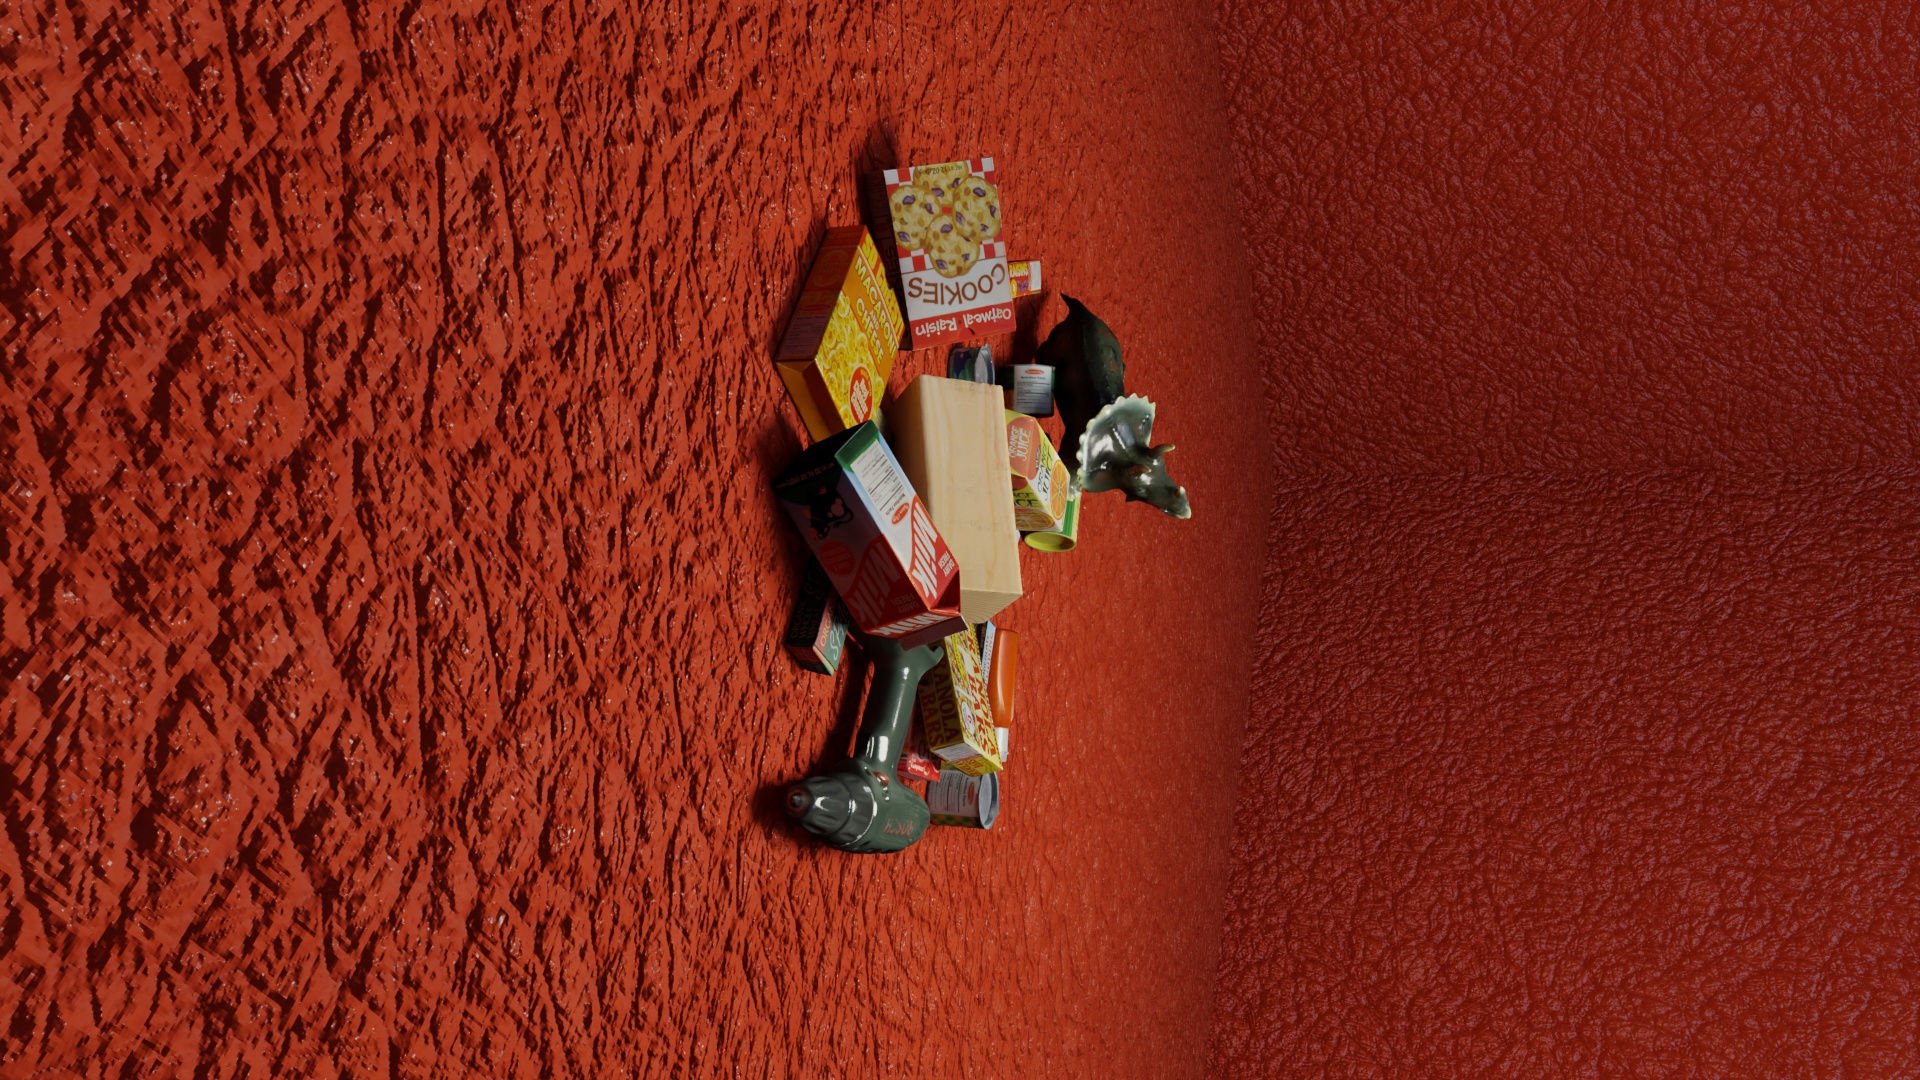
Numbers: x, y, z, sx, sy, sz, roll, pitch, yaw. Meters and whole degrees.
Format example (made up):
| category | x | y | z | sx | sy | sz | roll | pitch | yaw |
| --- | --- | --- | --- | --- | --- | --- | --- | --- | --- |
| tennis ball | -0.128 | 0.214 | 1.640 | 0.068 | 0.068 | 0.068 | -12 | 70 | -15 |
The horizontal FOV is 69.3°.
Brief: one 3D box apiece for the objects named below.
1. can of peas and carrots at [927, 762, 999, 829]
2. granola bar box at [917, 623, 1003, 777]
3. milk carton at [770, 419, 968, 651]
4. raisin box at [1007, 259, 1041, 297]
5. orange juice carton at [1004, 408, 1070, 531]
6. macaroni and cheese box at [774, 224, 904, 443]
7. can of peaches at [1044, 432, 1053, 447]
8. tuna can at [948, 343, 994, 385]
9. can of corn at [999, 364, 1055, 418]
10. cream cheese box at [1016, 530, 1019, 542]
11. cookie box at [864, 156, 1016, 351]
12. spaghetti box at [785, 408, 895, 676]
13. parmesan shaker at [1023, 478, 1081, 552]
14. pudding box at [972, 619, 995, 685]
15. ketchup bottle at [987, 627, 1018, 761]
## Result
| category | x | y | z | sx | sy | sz | roll | pitch | yaw |
| --- | --- | --- | --- | --- | --- | --- | --- | --- | --- |
| can of peas and carrots | 0.004 | 0.268 | 1.453 | 0.071 | 0.059 | 0.071 | -1 | 91 | -71 |
| granola bar box | -0.009 | 0.141 | 1.378 | 0.124 | 0.039 | 0.166 | 48 | 27 | -61 |
| milk carton | -0.066 | 0.005 | 1.146 | 0.190 | 0.072 | 0.074 | 59 | 33 | -15 |
| raisin box | 0.030 | -0.280 | 1.489 | 0.124 | 0.086 | 0.040 | -34 | 123 | -67 |
| orange juice carton | 0.057 | -0.078 | 1.509 | 0.192 | 0.073 | 0.072 | 49 | 46 | -60 |
| macaroni and cheese box | -0.099 | -0.171 | 1.199 | 0.123 | 0.040 | 0.167 | 68 | 30 | -48 |
| can of peaches | 0.076 | -0.093 | 1.657 | 0.071 | 0.058 | 0.071 | -1 | 91 | -71 |
| tuna can | 0.012 | -0.181 | 1.518 | 0.071 | 0.033 | 0.071 | -1 | 91 | -70 |
| can of corn | 0.079 | -0.177 | 1.658 | 0.071 | 0.071 | 0.058 | 3 | 88 | -70 |
| cream cheese box | 0.042 | -0.017 | 1.612 | 0.103 | 0.024 | 0.054 | 67 | 30 | -47 |
| cookie box | -0.017 | -0.272 | 1.318 | 0.123 | 0.040 | 0.167 | -16 | 104 | -31 |
| spaghetti box | -0.101 | -0.004 | 1.207 | 0.050 | 0.028 | 0.251 | 62 | 33 | -52 |
| parmesan shaker | 0.118 | -0.044 | 1.766 | 0.071 | 0.071 | 0.103 | 51 | 43 | -60 |
| pudding box | 0.005 | 0.123 | 1.471 | 0.030 | 0.049 | 0.084 | 55 | 40 | -61 |
| ketchup bottle | 0.039 | 0.175 | 1.573 | 0.064 | 0.043 | 0.149 | 28 | 64 | -67 |
